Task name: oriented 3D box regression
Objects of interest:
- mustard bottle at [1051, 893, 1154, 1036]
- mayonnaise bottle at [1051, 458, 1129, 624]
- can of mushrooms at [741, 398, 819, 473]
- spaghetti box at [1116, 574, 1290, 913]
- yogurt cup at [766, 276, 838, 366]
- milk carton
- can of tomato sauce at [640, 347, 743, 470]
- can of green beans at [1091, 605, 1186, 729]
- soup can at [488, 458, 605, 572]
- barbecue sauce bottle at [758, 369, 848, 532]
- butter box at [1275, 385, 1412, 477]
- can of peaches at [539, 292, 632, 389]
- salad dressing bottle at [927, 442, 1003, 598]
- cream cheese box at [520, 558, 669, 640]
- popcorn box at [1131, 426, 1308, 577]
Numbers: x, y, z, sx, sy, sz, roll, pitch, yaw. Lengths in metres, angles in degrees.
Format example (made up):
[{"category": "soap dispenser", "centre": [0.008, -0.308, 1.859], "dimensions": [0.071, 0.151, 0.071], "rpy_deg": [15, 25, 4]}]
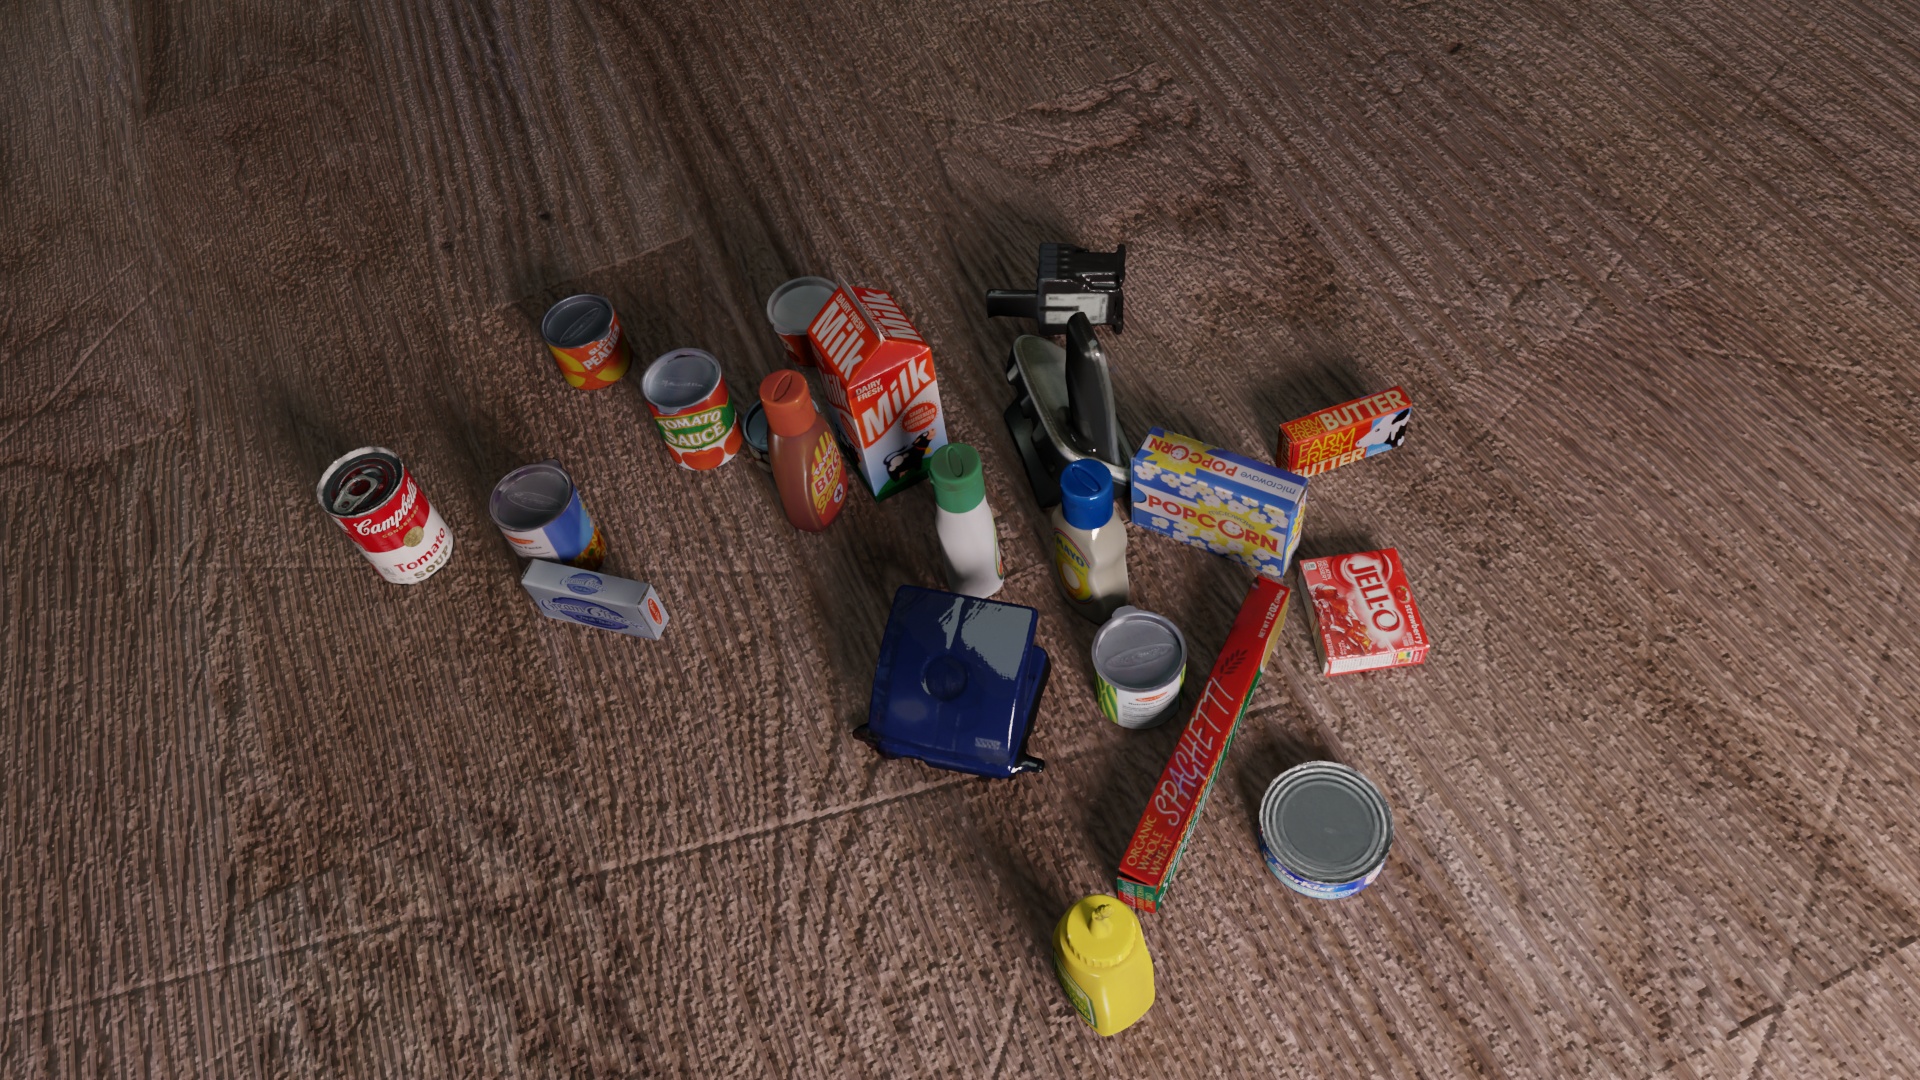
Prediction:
[{"category": "mustard bottle", "centre": [0.083, 0.244, 0.824], "dimensions": [0.049, 0.159, 0.065], "rpy_deg": [-32, 57, -14]}, {"category": "mayonnaise bottle", "centre": [0.092, -0.001, 1.001], "dimensions": [0.041, 0.147, 0.065], "rpy_deg": [-35, 58, -16]}, {"category": "can of mushrooms", "centre": [-0.146, -0.089, 1.163], "dimensions": [0.071, 0.033, 0.071], "rpy_deg": [-3, 55, 5]}, {"category": "spaghetti box", "centre": [0.169, 0.136, 0.955], "dimensions": [0.029, 0.050, 0.251], "rpy_deg": [20, 60, 20]}, {"category": "yogurt cup", "centre": [-0.131, -0.190, 1.219], "dimensions": [0.072, 0.053, 0.073], "rpy_deg": [-3, 55, 5]}, {"category": "milk carton", "centre": [-0.064, -0.121, 1.079], "dimensions": [0.073, 0.189, 0.072], "rpy_deg": [-28, 57, -12]}, {"category": "can of tomato sauce", "centre": [-0.222, -0.107, 1.155], "dimensions": [0.071, 0.082, 0.071], "rpy_deg": [-3, 55, 5]}, {"category": "can of green beans", "centre": [0.127, 0.092, 0.987], "dimensions": [0.071, 0.057, 0.071], "rpy_deg": [-3, 55, 5]}, {"category": "soup can", "centre": [-0.325, -0.013, 1.102], "dimensions": [0.071, 0.083, 0.072], "rpy_deg": [-3, 55, 5]}, {"category": "barbecue sauce bottle", "centre": [-0.123, -0.071, 1.078], "dimensions": [0.044, 0.147, 0.065], "rpy_deg": [14, 58, 16]}, {"category": "butter box", "centre": [0.300, -0.083, 1.090], "dimensions": [0.103, 0.053, 0.024], "rpy_deg": [-18, 55, -5]}, {"category": "can of peaches", "centre": [-0.329, -0.175, 1.232], "dimensions": [0.071, 0.057, 0.071], "rpy_deg": [-3, 55, 5]}, {"category": "salad dressing bottle", "centre": [0.004, -0.013, 1.021], "dimensions": [0.044, 0.147, 0.064], "rpy_deg": [-14, 55, -2]}, {"category": "cream cheese box", "centre": [-0.282, 0.046, 1.074], "dimensions": [0.104, 0.053, 0.024], "rpy_deg": [11, 58, 15]}, {"category": "popcorn box", "centre": [0.194, -0.029, 1.046], "dimensions": [0.127, 0.084, 0.038], "rpy_deg": [21, 61, 21]}]
